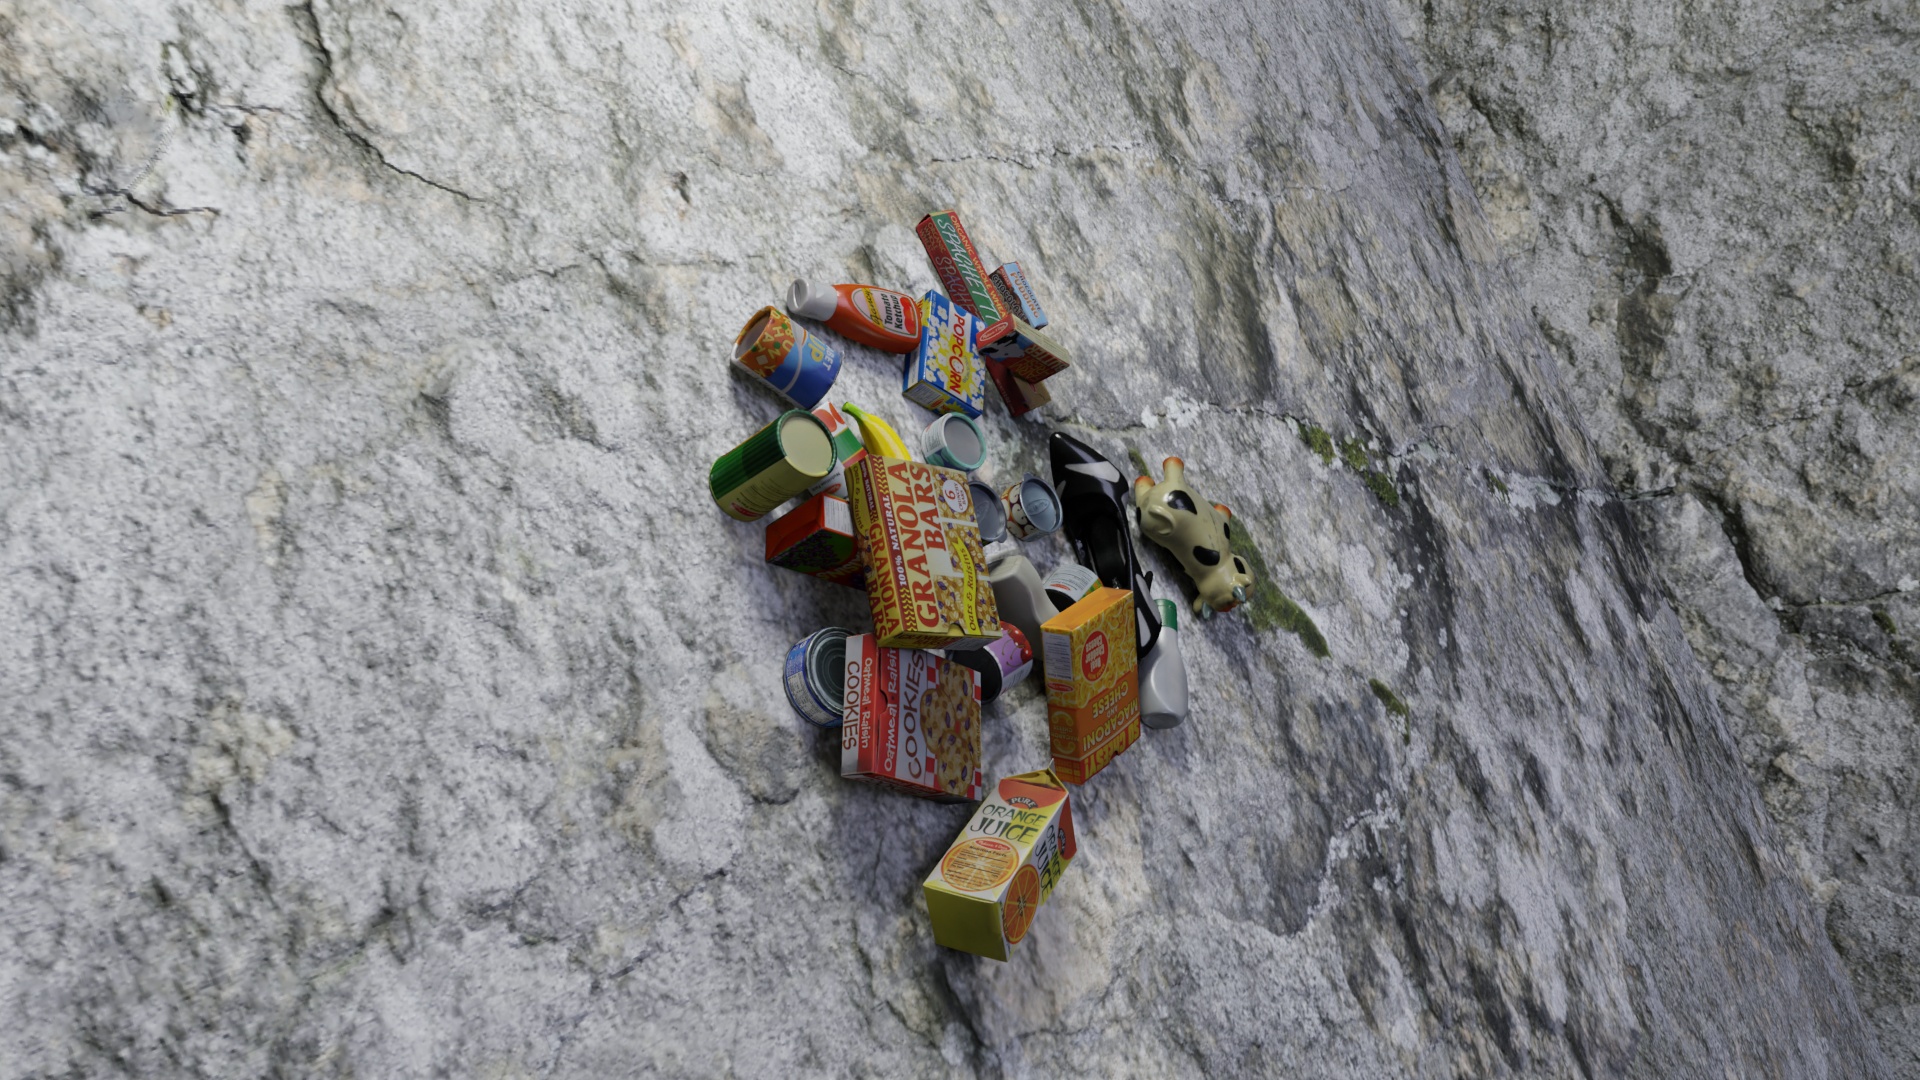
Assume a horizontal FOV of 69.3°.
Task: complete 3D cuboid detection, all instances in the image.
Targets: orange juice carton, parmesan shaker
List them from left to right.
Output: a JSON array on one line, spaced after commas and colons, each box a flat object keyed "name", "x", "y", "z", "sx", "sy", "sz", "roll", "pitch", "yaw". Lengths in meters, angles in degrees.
[{"name": "parmesan shaker", "x": -0.162, "y": -0.065, "z": 1.219, "sx": 0.071, "sy": 0.102, "sz": 0.071, "roll": 24, "pitch": 53, "yaw": -36}, {"name": "orange juice carton", "x": 0.048, "y": 0.280, "z": 1.252, "sx": 0.194, "sy": 0.073, "sz": 0.071, "roll": -46, "pitch": 134, "yaw": -48}]

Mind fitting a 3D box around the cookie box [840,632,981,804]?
[{"name": "cookie box", "x": -0.039, "y": 0.160, "z": 1.232, "sx": 0.167, "sy": 0.040, "sz": 0.123, "roll": 29, "pitch": 55, "yaw": -52}]

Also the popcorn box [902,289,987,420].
[{"name": "popcorn box", "x": -0.015, "y": -0.195, "z": 1.494, "sx": 0.085, "sy": 0.038, "sz": 0.127, "roll": 27, "pitch": 51, "yaw": -33}]

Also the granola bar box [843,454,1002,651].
[{"name": "granola bar box", "x": -0.032, "y": 0.012, "z": 1.226, "sx": 0.124, "sy": 0.039, "sz": 0.166, "roll": 8, "pitch": 63, "yaw": -46}]

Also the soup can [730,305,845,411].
[{"name": "soup can", "x": -0.162, "y": -0.173, "z": 1.304, "sx": 0.083, "sy": 0.071, "sz": 0.072, "roll": 35, "pitch": 47, "yaw": -28}]

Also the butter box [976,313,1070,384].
[{"name": "butter box", "x": 0.070, "y": -0.209, "z": 1.525, "sx": 0.103, "sy": 0.053, "sz": 0.024, "roll": 24, "pitch": 51, "yaw": -45}]

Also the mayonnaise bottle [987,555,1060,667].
[{"name": "mayonnaise bottle", "x": 0.076, "y": 0.084, "z": 1.418, "sx": 0.147, "sy": 0.064, "sz": 0.041, "roll": 55, "pitch": 42, "yaw": -22}]

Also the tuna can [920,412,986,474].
[{"name": "tuna can", "x": -0.005, "y": -0.098, "z": 1.455, "sx": 0.071, "sy": 0.032, "sz": 0.071, "roll": 23, "pitch": 53, "yaw": -36}]

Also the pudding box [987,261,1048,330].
[{"name": "pudding box", "x": 0.061, "y": -0.275, "z": 1.608, "sx": 0.030, "sy": 0.049, "sz": 0.083, "roll": -24, "pitch": 87, "yaw": -48}]

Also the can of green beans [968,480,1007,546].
[{"name": "can of green beans", "x": 0.004, "y": -0.020, "z": 1.401, "sx": 0.071, "sy": 0.057, "sz": 0.071, "roll": 24, "pitch": 53, "yaw": -36}]

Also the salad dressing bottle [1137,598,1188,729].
[{"name": "salad dressing bottle", "x": 0.226, "y": 0.137, "z": 1.559, "sx": 0.064, "sy": 0.044, "sz": 0.148, "roll": 29, "pitch": 49, "yaw": -30}]

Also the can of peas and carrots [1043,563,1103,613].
[{"name": "can of peas and carrots", "x": 0.112, "y": 0.068, "z": 1.462, "sx": 0.071, "sy": 0.070, "sz": 0.059, "roll": 56, "pitch": 40, "yaw": -8}]

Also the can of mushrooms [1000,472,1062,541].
[{"name": "can of mushrooms", "x": 0.076, "y": -0.036, "z": 1.505, "sx": 0.071, "sy": 0.033, "sz": 0.071, "roll": 23, "pitch": 54, "yaw": -36}]

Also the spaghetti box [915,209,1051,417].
[{"name": "spaghetti box", "x": 0.026, "y": -0.260, "z": 1.580, "sx": 0.050, "sy": 0.028, "sz": 0.250, "roll": -27, "pitch": 89, "yaw": -50}]

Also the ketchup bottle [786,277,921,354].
[{"name": "ketchup bottle", "x": -0.108, "y": -0.233, "z": 1.415, "sx": 0.149, "sy": 0.043, "sz": 0.065, "roll": 8, "pitch": 64, "yaw": -43}]

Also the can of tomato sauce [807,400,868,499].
[{"name": "can of tomato sauce", "x": -0.124, "y": -0.079, "z": 1.296, "sx": 0.083, "sy": 0.071, "sz": 0.071, "roll": 55, "pitch": 41, "yaw": -8}]

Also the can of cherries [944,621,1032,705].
[{"name": "can of cherries", "x": 0.026, "y": 0.115, "z": 1.344, "sx": 0.058, "sy": 0.071, "sz": 0.071, "roll": -28, "pitch": 90, "yaw": -50}]

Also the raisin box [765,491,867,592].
[{"name": "raisin box", "x": -0.101, "y": 0.004, "z": 1.257, "sx": 0.123, "sy": 0.086, "sz": 0.040, "roll": 19, "pitch": 55, "yaw": -39}]

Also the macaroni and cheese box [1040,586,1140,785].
[{"name": "macaroni and cheese box", "x": 0.134, "y": 0.145, "z": 1.406, "sx": 0.124, "sy": 0.040, "sz": 0.166, "roll": -27, "pitch": 116, "yaw": -50}]
